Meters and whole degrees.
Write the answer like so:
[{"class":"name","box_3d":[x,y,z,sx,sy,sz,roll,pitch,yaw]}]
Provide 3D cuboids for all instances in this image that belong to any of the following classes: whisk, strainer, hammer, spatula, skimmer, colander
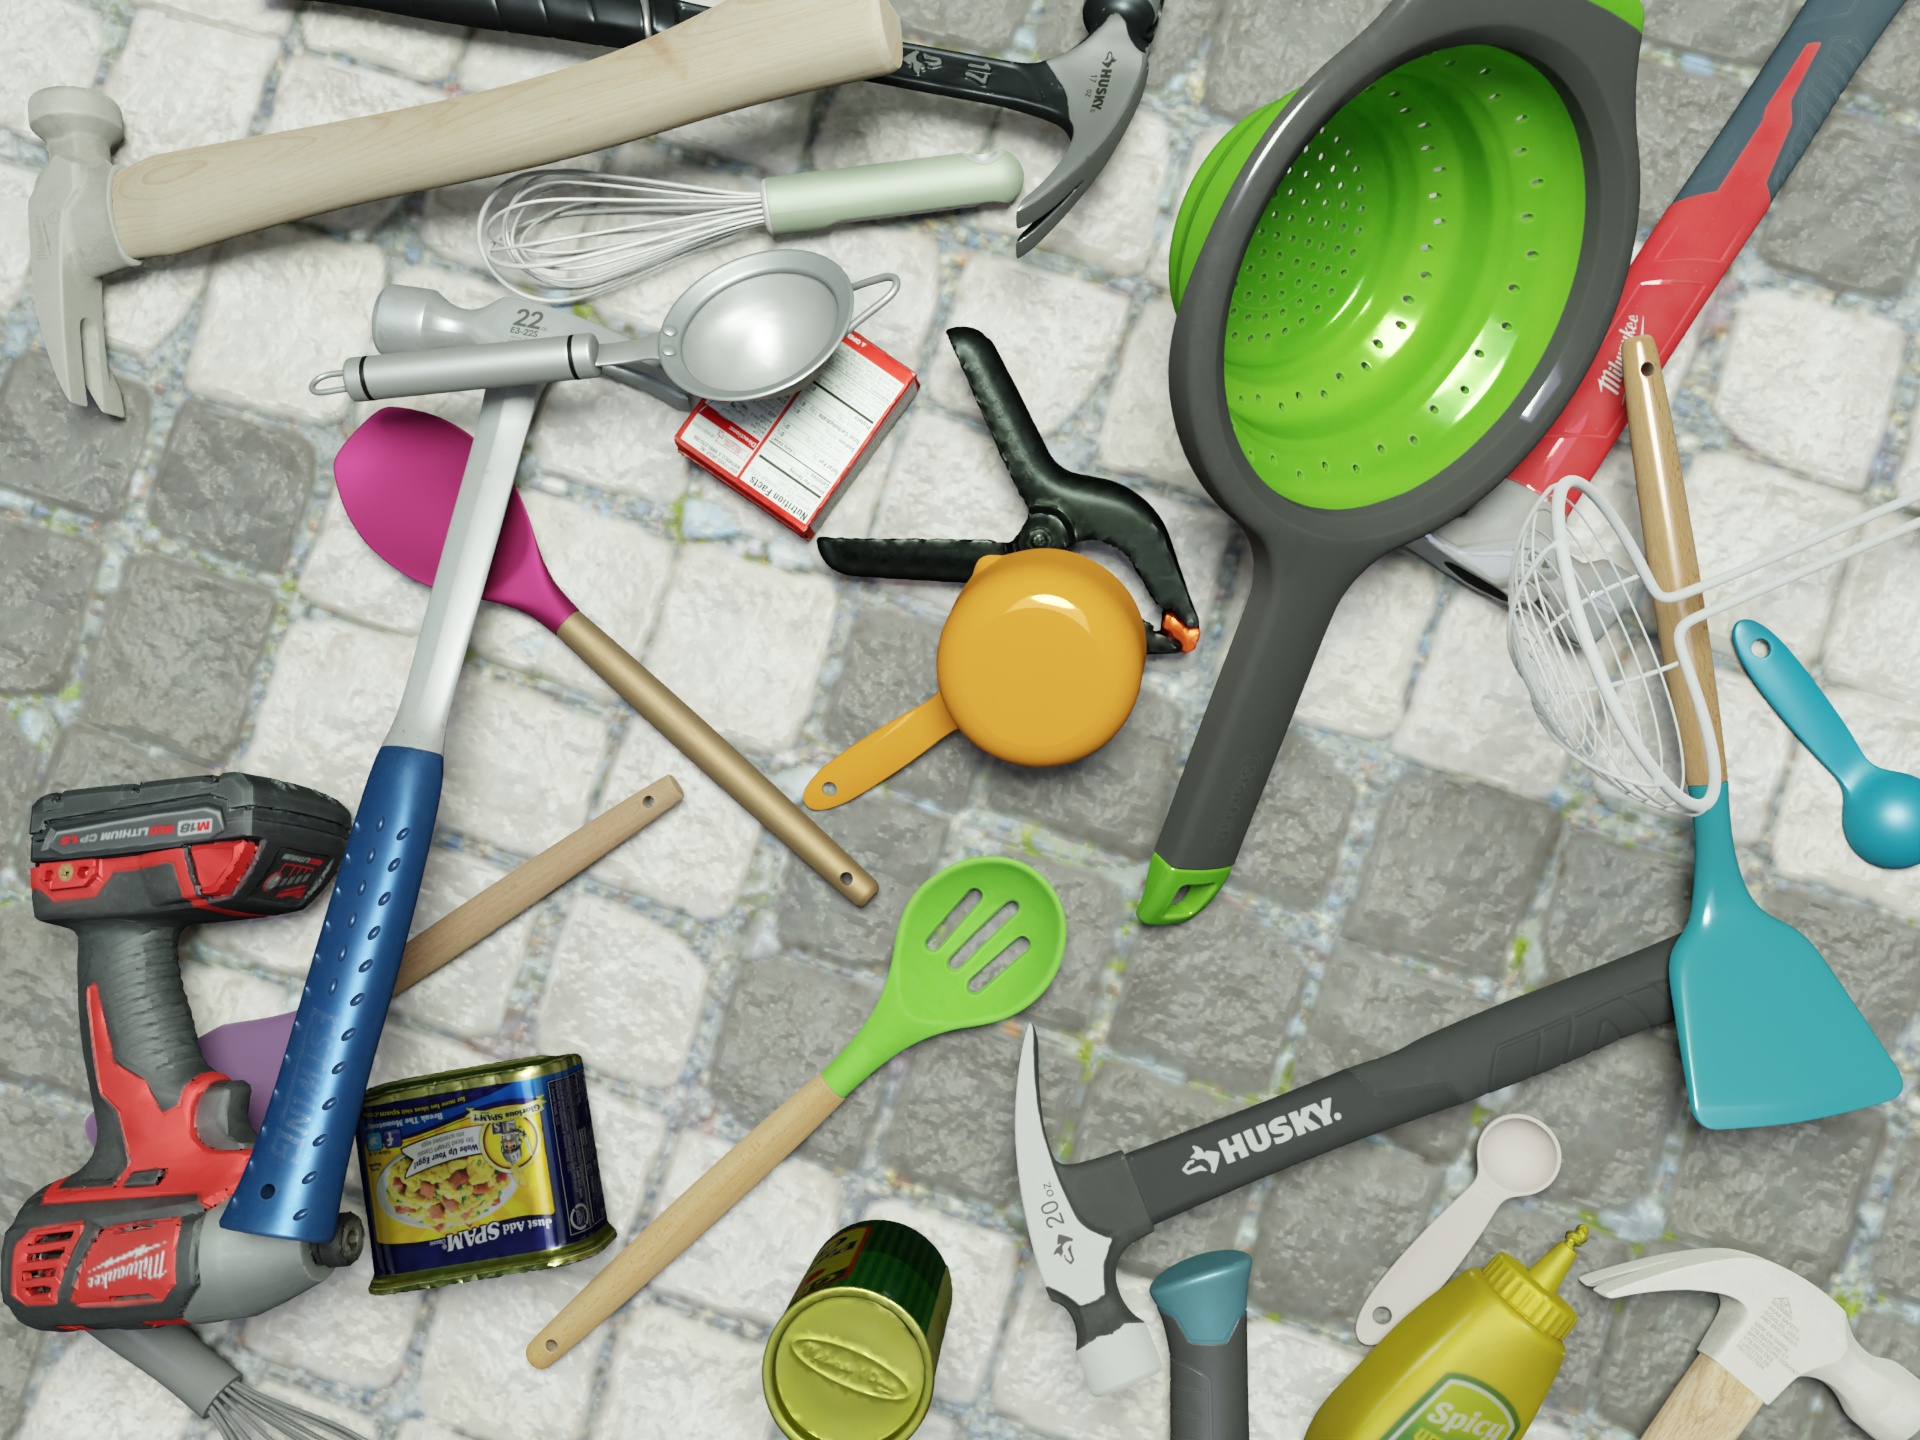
[{"class":"whisk","box_3d":[-0.328,0.299,0.699,0.239,0.055,0.055,35,90,9]},{"class":"strainer","box_3d":[-0.150,-0.155,0.673,0.258,0.050,0.087,-5,56,4]},{"class":"hammer","box_3d":[-0.222,-0.236,0.677,0.410,0.038,0.146,-7,86,16]},{"class":"hammer","box_3d":[0.246,0.358,0.650,0.130,0.031,0.331,40,83,7]},{"class":"hammer","box_3d":[0.314,-0.230,0.686,0.143,0.038,0.386,33,90,6]},{"class":"hammer","box_3d":[-0.219,0.004,0.658,0.144,0.035,0.406,8,71,2]},{"class":"whisk","box_3d":[-0.094,-0.228,0.712,0.246,0.058,0.059,-7,122,0]},{"class":"spatula","box_3d":[-0.256,0.118,0.716,0.316,0.018,0.060,-34,88,3]},{"class":"hammer","box_3d":[-0.123,-0.303,0.705,0.409,0.036,0.149,13,68,7]},{"class":"hammer","box_3d":[0.181,0.149,0.668,0.335,0.035,0.146,-21,69,-2]},{"class":"skimmer","box_3d":[0.355,-0.074,0.601,0.363,0.090,0.127,-22,87,-15]},{"class":"colander","box_3d":[0.126,-0.101,0.638,0.204,0.095,0.397,0,119,-32]},{"class":"hammer","box_3d":[0.106,0.394,0.674,0.128,0.033,0.331,-1,87,4]},{"class":"spatula","box_3d":[0.304,0.000,0.641,0.082,0.044,0.317,-10,91,3]}]

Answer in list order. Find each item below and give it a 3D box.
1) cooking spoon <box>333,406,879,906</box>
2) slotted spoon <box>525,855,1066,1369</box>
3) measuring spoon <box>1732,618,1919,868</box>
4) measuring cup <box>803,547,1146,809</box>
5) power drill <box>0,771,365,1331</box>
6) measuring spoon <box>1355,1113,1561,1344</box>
[{"class":"cooking spoon","box_3d":[-0.158,-0.027,0.716,0.319,0.017,0.069,42,87,5]},{"class":"slotted spoon","box_3d":[-0.076,0.176,0.699,0.314,0.031,0.070,-43,88,3]},{"class":"measuring spoon","box_3d":[0.375,0.008,0.679,0.042,0.021,0.128,-37,87,1]},{"class":"measuring cup","box_3d":[-0.001,-0.002,0.673,0.173,0.052,0.095,-33,100,14]},{"class":"power drill","box_3d":[-0.319,0.138,0.667,0.143,0.078,0.220,-6,77,9]},{"class":"measuring spoon","box_3d":[0.211,0.220,0.687,0.034,0.018,0.124,38,97,9]}]
